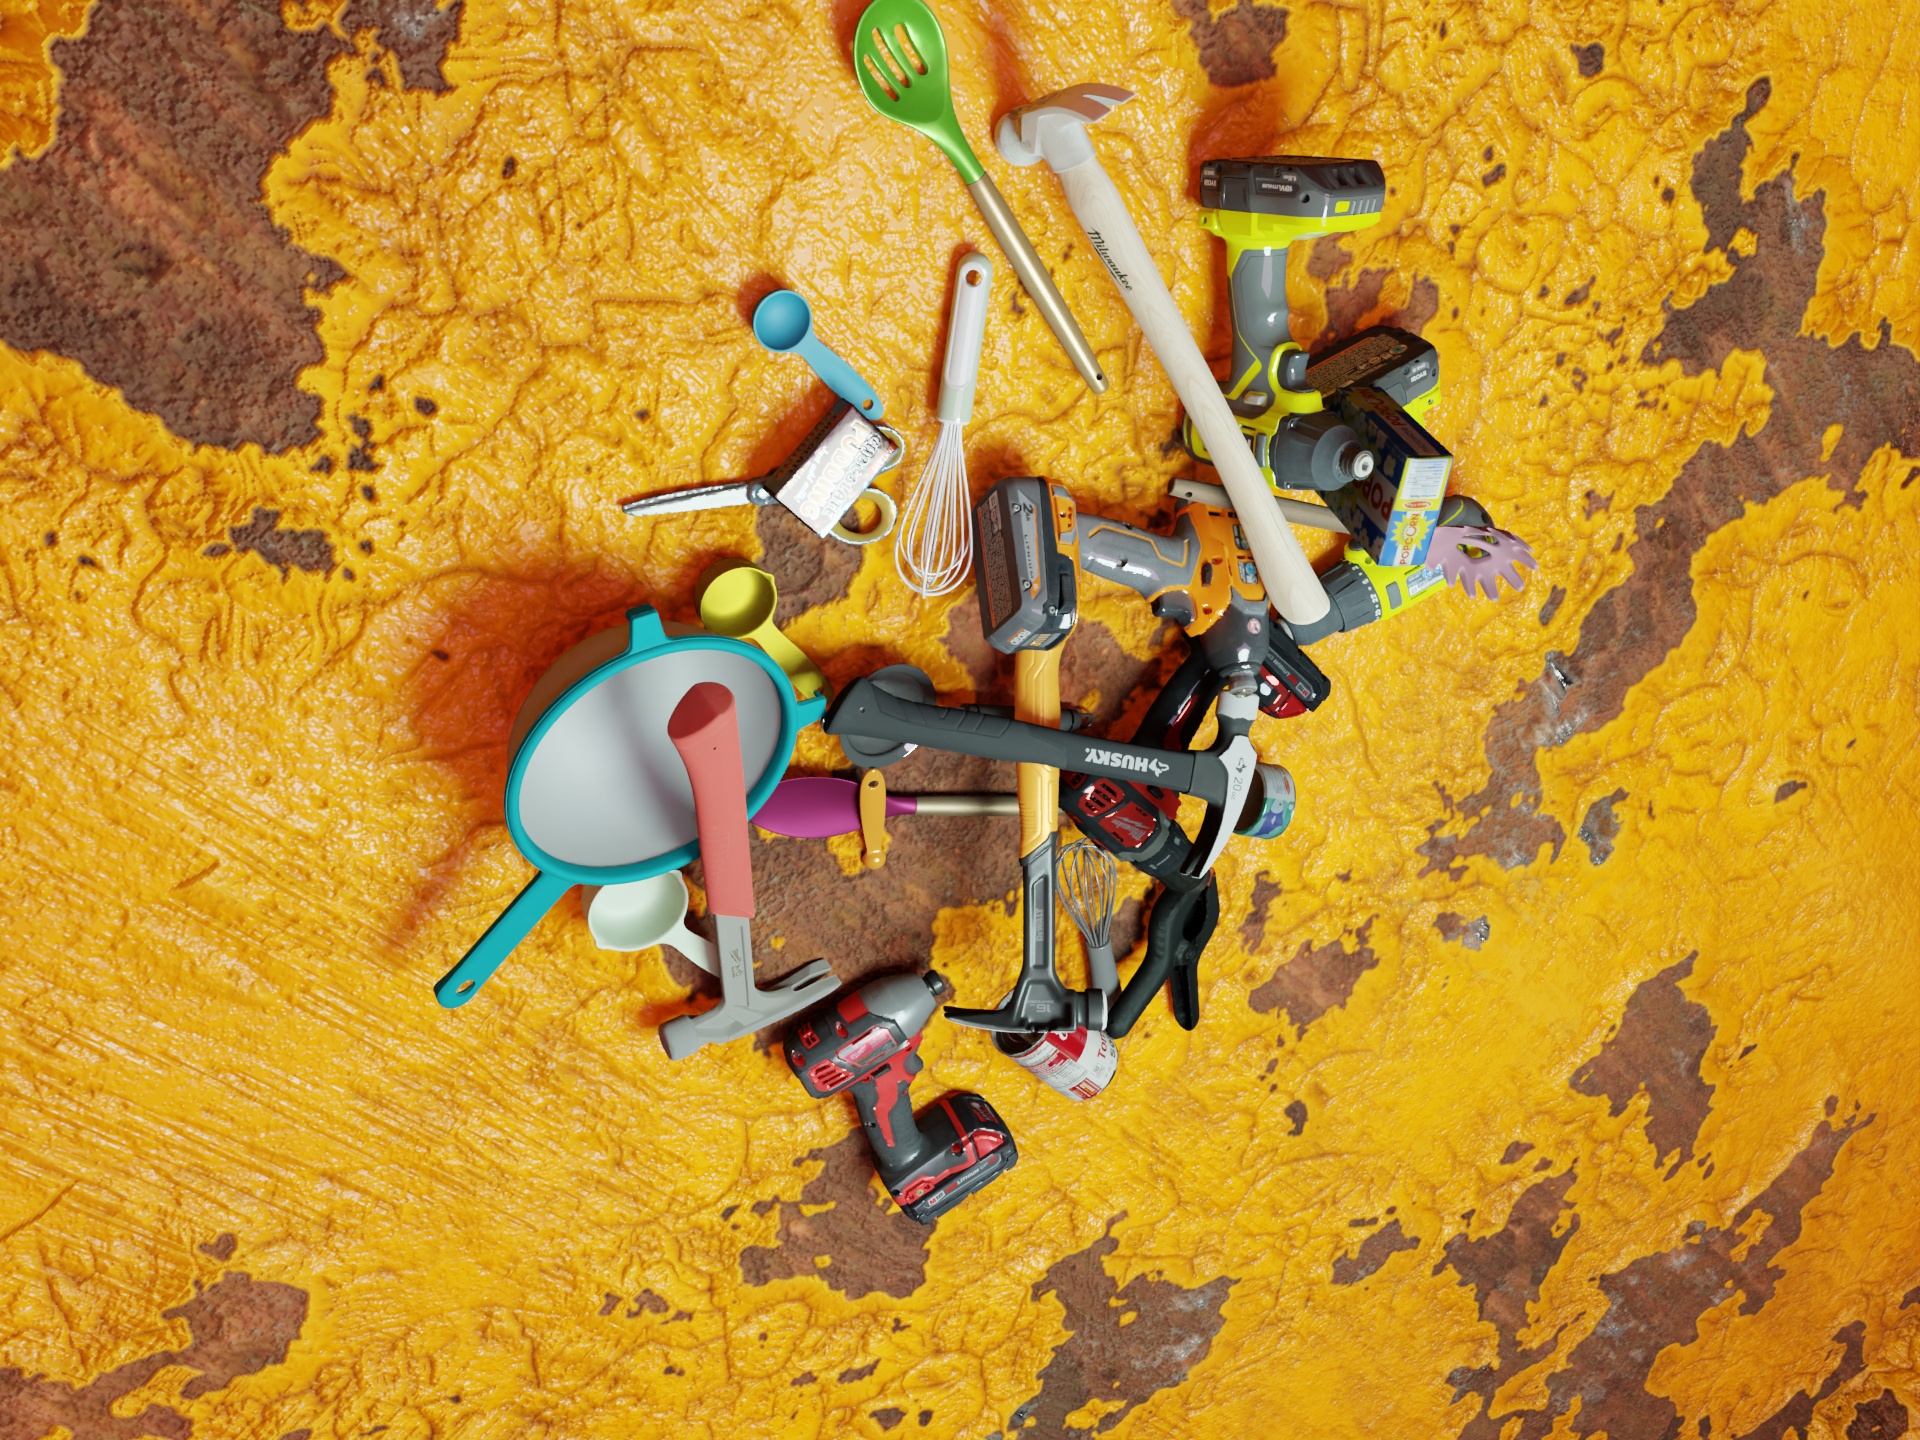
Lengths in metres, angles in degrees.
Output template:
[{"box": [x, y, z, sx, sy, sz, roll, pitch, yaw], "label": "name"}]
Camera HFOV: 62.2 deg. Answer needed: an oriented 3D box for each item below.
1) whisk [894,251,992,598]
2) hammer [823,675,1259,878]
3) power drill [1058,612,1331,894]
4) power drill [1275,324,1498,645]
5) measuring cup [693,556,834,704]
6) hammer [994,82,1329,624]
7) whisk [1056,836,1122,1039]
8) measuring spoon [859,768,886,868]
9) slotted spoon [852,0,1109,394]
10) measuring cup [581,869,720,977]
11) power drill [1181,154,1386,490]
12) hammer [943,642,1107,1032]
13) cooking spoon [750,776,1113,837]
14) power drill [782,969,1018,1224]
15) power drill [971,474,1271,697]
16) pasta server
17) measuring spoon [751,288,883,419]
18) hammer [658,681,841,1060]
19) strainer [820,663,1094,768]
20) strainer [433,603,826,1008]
[{"box": [-0.007, -0.205, 1.125, 0.058, 0.059, 0.246, 9, 108, 1], "label": "whisk"}, {"box": [0.062, 0.025, 1.178, 0.334, 0.035, 0.146, 10, 88, -18], "label": "hammer"}, {"box": [0.196, 0.027, 1.306, 0.226, 0.080, 0.187, -49, 124, 2], "label": "power drill"}, {"box": [0.320, -0.177, 1.270, 0.190, 0.080, 0.228, -28, 125, -4], "label": "power drill"}, {"box": [-0.139, -0.061, 1.154, 0.062, 0.029, 0.156, -41, 136, -1], "label": "measuring cup"}, {"box": [0.160, -0.234, 1.080, 0.038, 0.146, 0.410, -38, 113, -10], "label": "hammer"}, {"box": [0.119, 0.194, 1.382, 0.055, 0.055, 0.238, -22, 126, -13], "label": "whisk"}, {"box": [-0.067, 0.079, 1.237, 0.021, 0.011, 0.116, -12, 138, -13], "label": "measuring spoon"}, {"box": [0.021, -0.343, 1.071, 0.070, 0.031, 0.313, -45, 124, -11], "label": "slotted spoon"}, {"box": [-0.222, 0.154, 1.215, 0.083, 0.038, 0.167, -43, 134, 1], "label": "measuring cup"}, {"box": [0.231, -0.278, 1.122, 0.080, 0.171, 0.223, -15, 116, -28], "label": "power drill"}, {"box": [0.052, 0.073, 1.223, 0.127, 0.034, 0.337, 1, 94, -1], "label": "hammer"}, {"box": [-0.015, 0.068, 1.272, 0.318, 0.017, 0.068, 2, 133, -26], "label": "cooking spoon"}, {"box": [-0.043, 0.312, 1.351, 0.143, 0.079, 0.219, -33, 121, -7], "label": "power drill"}, {"box": [0.129, -0.098, 1.178, 0.226, 0.084, 0.164, 1, 71, -24], "label": "power drill"}, {"box": [0.302, -0.146, 1.215, 0.316, 0.040, 0.060, 8, 133, -20], "label": "pasta server"}, {"box": [-0.097, -0.247, 1.083, 0.042, 0.021, 0.128, -48, 133, 3], "label": "measuring spoon"}, {"box": [-0.159, 0.110, 1.147, 0.149, 0.037, 0.358, -22, 140, -24], "label": "hammer"}, {"box": [-0.002, -0.004, 1.231, 0.258, 0.050, 0.086, 3, 114, -32], "label": "strainer"}, {"box": [-0.267, 0.052, 1.103, 0.340, 0.095, 0.210, -47, 143, 10], "label": "strainer"}]
